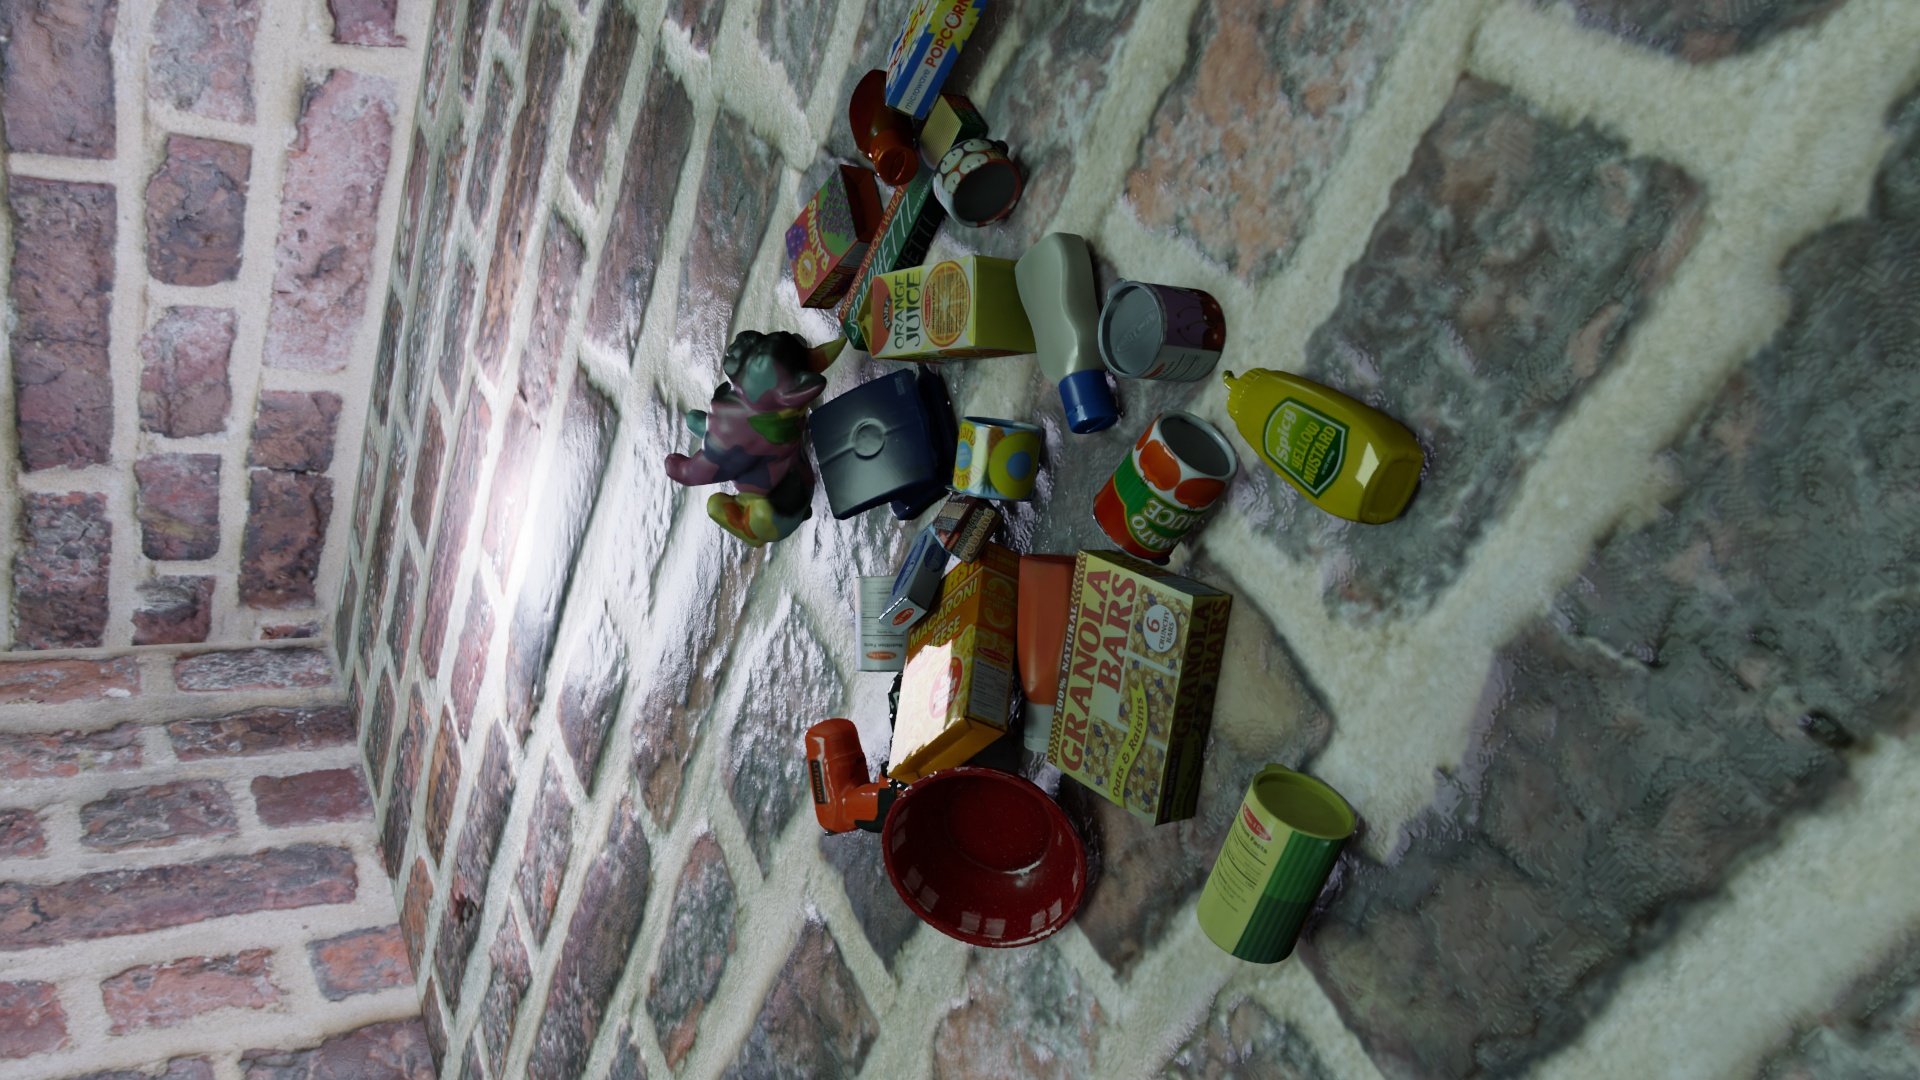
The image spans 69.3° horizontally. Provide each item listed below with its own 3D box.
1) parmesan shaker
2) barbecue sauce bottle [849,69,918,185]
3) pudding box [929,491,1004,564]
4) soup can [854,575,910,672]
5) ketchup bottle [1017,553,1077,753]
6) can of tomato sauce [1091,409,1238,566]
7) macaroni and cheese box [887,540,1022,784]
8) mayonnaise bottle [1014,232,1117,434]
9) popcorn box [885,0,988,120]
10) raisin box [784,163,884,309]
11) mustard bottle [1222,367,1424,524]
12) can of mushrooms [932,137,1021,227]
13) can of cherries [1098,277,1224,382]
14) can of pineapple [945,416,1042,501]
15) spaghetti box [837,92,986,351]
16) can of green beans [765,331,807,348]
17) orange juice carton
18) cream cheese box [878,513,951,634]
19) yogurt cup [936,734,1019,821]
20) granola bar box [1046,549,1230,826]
[{"bbox_3d":[0.194,0.202,0.867,0.071,0.071,0.102,45,127,45],"label":"parmesan shaker"},{"bbox_3d":[-0.066,-0.358,1.219,0.149,0.044,0.064,-106,36,-50],"label":"barbecue sauce bottle"},{"bbox_3d":[0.004,-0.014,1.128,0.049,0.030,0.084,-56,14,5],"label":"pudding box"},{"bbox_3d":[-0.060,0.073,1.232,0.071,0.071,0.083,-4,86,55],"label":"soup can"},{"bbox_3d":[0.069,0.086,1.063,0.064,0.043,0.148,9,98,56],"label":"ketchup bottle"},{"bbox_3d":[0.139,-0.036,0.941,0.082,0.071,0.071,-56,48,38],"label":"can of tomato sauce"},{"bbox_3d":[-0.003,0.099,1.113,0.123,0.040,0.167,-43,30,45],"label":"macaroni and cheese box"},{"bbox_3d":[0.083,-0.154,1.046,0.064,0.041,0.148,-34,64,51],"label":"mayonnaise bottle"},{"bbox_3d":[-0.021,-0.431,1.170,0.126,0.038,0.085,-53,27,41],"label":"popcorn box"},{"bbox_3d":[-0.121,-0.290,1.337,0.123,0.040,0.086,-36,62,50],"label":"raisin box"},{"bbox_3d":[0.209,-0.069,0.856,0.161,0.049,0.065,43,123,46],"label":"mustard bottle"},{"bbox_3d":[0.016,-0.289,1.120,0.033,0.071,0.070,59,135,36],"label":"can of mushrooms"},{"bbox_3d":[0.137,-0.145,0.951,0.071,0.058,0.071,2,93,56],"label":"can of cherries"},{"bbox_3d":[0.028,-0.065,1.099,0.071,0.071,0.057,22,108,53],"label":"can of pineapple"},{"bbox_3d":[-0.048,-0.278,1.241,0.248,0.029,0.050,-59,45,36],"label":"spaghetti box"},{"bbox_3d":[-0.193,-0.174,1.418,0.057,0.071,0.071,-18,76,54],"label":"can of green beans"},{"bbox_3d":[-0.016,-0.188,1.159,0.192,0.072,0.073,4,93,55],"label":"orange juice carton"},{"bbox_3d":[-0.033,0.026,1.177,0.053,0.024,0.104,-41,20,49],"label":"cream cheese box"},{"bbox_3d":[0.011,0.186,1.131,0.053,0.072,0.072,-51,50,32],"label":"yogurt cup"},{"bbox_3d":[0.124,0.101,0.989,0.124,0.039,0.165,23,109,52],"label":"granola bar box"}]
